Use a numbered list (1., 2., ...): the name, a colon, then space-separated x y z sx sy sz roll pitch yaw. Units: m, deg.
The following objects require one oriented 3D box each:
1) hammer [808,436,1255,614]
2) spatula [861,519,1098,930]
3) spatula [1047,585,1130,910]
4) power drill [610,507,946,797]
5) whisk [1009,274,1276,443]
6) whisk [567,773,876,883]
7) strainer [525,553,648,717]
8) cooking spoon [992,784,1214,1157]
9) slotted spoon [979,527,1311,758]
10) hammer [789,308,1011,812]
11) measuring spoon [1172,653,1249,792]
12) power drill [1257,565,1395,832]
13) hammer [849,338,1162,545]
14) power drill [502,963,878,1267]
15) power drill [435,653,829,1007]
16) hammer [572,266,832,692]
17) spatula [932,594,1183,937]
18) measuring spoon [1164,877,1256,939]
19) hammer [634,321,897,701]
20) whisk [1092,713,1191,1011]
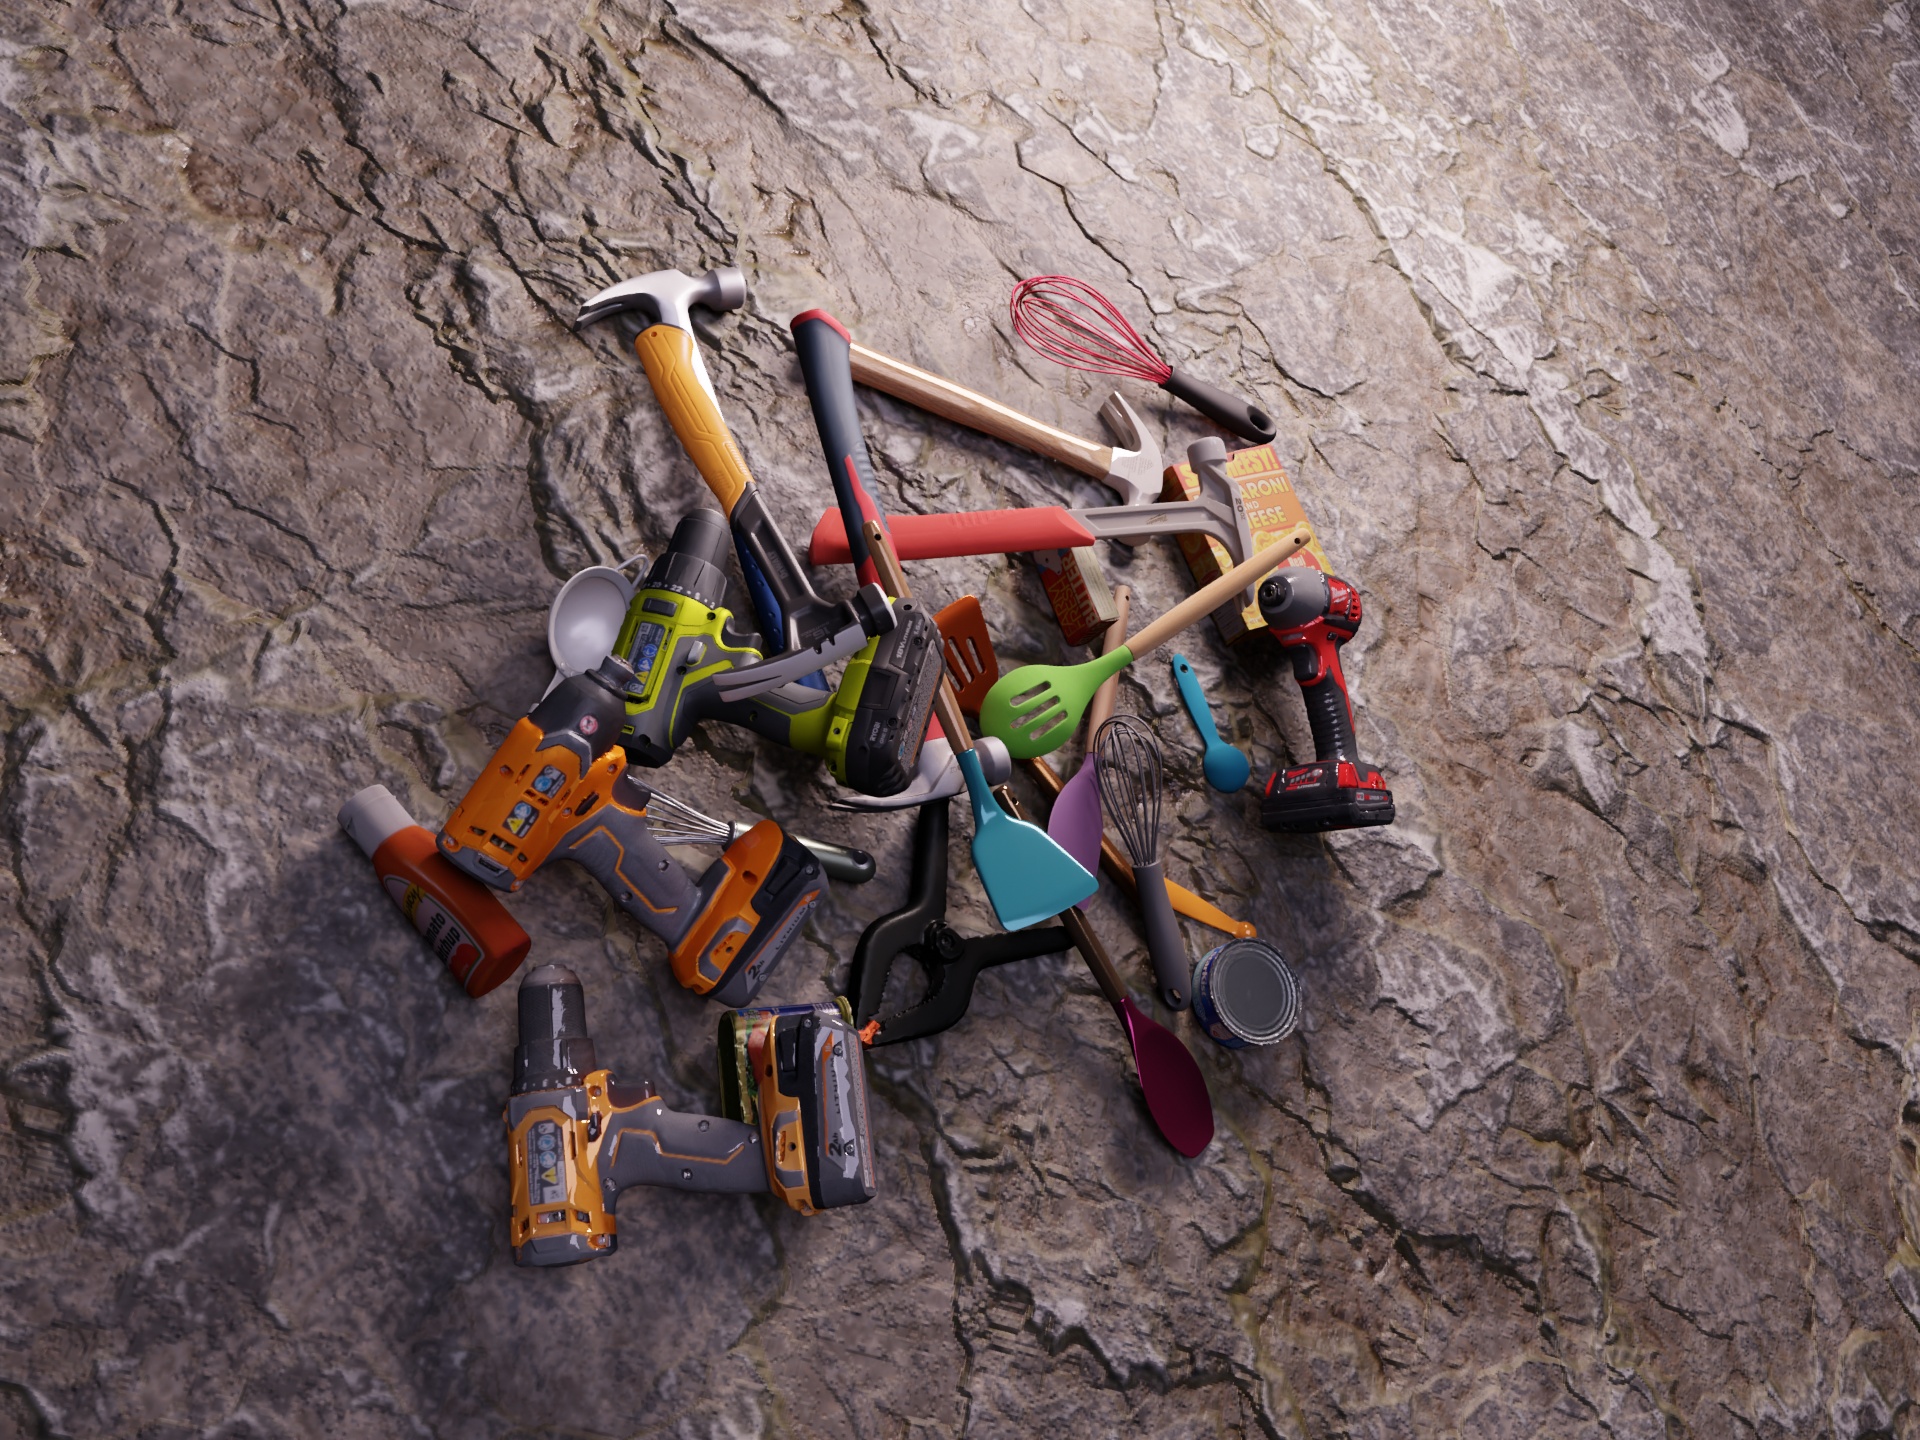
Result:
1. hammer: 0.059 -0.145 1.278 0.359 0.036 0.149 -6 76 -12
2. spatula: -0.002 -0.004 1.156 0.082 0.044 0.317 -22 86 -23
3. spatula: 0.109 0.009 1.274 0.059 0.018 0.316 40 46 -30
4. power drill: -0.132 -0.047 1.118 0.228 0.080 0.191 12 72 13
5. whisk: 0.172 -0.323 1.448 0.295 0.073 0.073 23 61 -23
6. whisk: -0.171 0.081 1.125 0.246 0.059 0.058 16 40 -24
7. strainer: -0.291 -0.011 1.108 0.086 0.050 0.259 54 50 -51
8. cooking spoon: 0.107 0.188 1.203 0.069 0.017 0.319 -34 96 -44
9. slotted spoon: 0.151 -0.068 1.250 0.314 0.031 0.070 -33 96 -13
10. hammer: -0.079 -0.123 1.197 0.143 0.038 0.386 -13 83 -28
11. measuring spoon: 0.213 -0.001 1.353 0.042 0.021 0.129 -16 79 -30
12. power drill: 0.294 -0.019 1.320 0.143 0.078 0.220 7 75 -55
13. hammer: 0.026 -0.264 1.367 0.331 0.031 0.130 19 63 -17
14. power drill: -0.176 0.234 1.000 0.226 0.084 0.185 -9 73 3
15. power drill: -0.200 0.072 1.039 0.226 0.084 0.164 36 86 -25
16. hammer: -0.177 -0.169 1.229 0.144 0.035 0.406 -14 76 -30
17. spatula: 0.075 0.049 1.257 0.081 0.041 0.322 -39 90 -27
18. measuring spoon: 0.193 0.150 1.288 0.117 0.011 0.021 29 60 -12
19. hammer: -0.169 -0.163 1.127 0.127 0.034 0.337 -26 59 -7
20. whisk: 0.147 0.112 1.232 0.055 0.055 0.239 -17 98 -30
